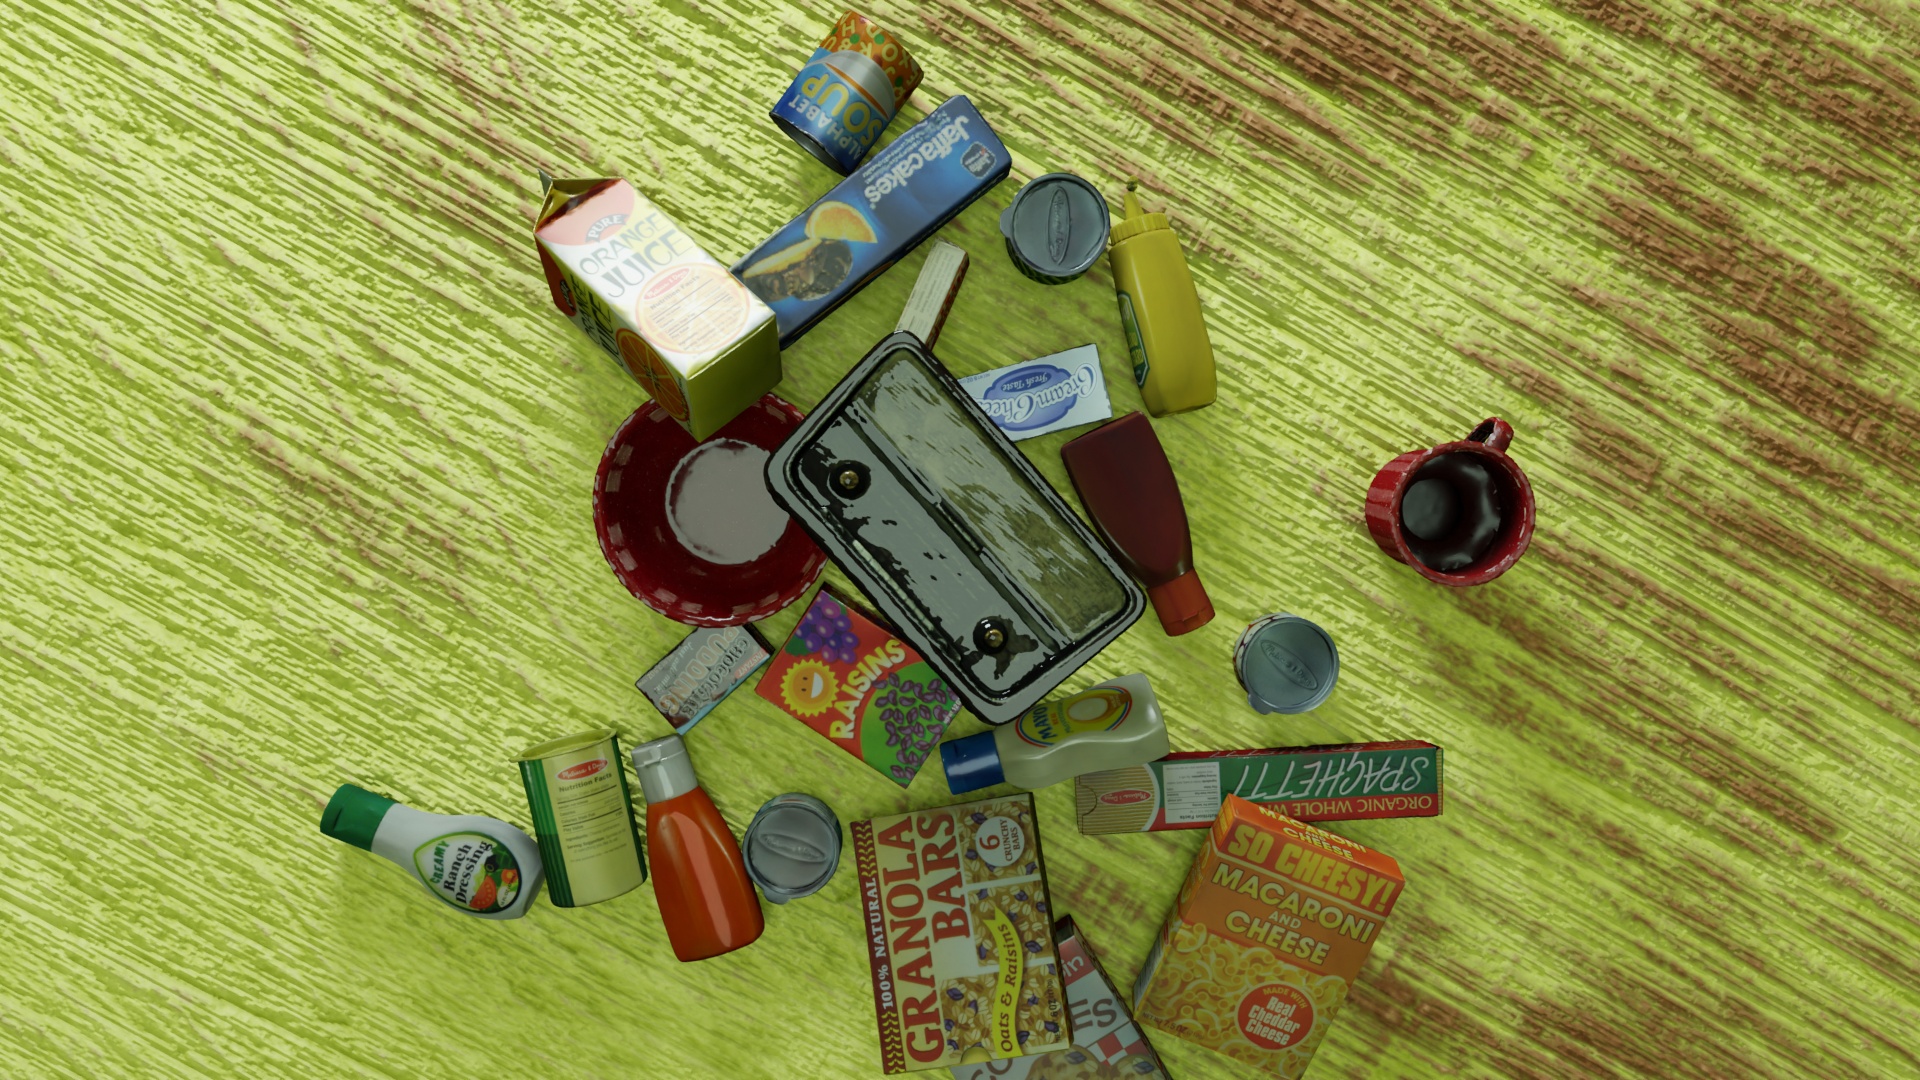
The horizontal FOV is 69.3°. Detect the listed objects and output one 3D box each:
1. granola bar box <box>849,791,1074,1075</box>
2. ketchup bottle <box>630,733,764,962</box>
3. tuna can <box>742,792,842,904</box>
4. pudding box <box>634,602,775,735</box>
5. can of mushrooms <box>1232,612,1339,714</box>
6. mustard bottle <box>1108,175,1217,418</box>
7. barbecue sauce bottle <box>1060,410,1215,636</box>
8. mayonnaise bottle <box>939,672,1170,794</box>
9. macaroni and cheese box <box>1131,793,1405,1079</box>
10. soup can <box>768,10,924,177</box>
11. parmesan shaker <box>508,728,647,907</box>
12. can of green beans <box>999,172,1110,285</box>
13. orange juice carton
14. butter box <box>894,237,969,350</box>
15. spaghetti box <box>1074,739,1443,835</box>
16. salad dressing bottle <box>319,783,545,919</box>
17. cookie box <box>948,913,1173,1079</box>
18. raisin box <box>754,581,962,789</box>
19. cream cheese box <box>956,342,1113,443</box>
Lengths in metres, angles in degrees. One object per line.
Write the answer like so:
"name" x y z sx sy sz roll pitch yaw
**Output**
"granola bar box" 0.000 0.259 0.922 0.124 0.039 0.166 -11 77 7
"ketchup bottle" -0.184 0.207 0.943 0.065 0.043 0.148 -17 93 5
"tuna can" -0.115 0.210 0.949 0.071 0.033 0.071 0 93 0
"pudding box" -0.173 0.086 0.943 0.083 0.030 0.049 -41 93 2
"can of mushrooms" 0.219 0.085 0.944 0.071 0.033 0.071 0 94 -1
"mustard bottle" 0.128 -0.162 0.916 0.049 0.065 0.160 -14 88 -5
"barbecue sauce bottle" 0.125 -0.009 0.933 0.065 0.044 0.148 -25 94 2
"mayonnaise bottle" 0.061 0.134 0.930 0.148 0.065 0.041 -15 125 0
"macaroni and cheese box" 0.204 0.268 0.936 0.124 0.040 0.166 21 105 -2
"soup can" -0.073 -0.289 0.900 0.071 0.071 0.083 37 93 -3
"parmesan shaker" -0.255 0.186 0.929 0.071 0.071 0.103 -11 94 0
"can of green beans" 0.063 -0.204 0.913 0.071 0.058 0.071 0 94 0
"orange juice carton" -0.203 -0.159 0.880 0.073 0.071 0.193 -40 70 -22
"butter box" -0.025 -0.146 0.919 0.024 0.053 0.103 24 92 1
"spaghetti box" 0.203 0.169 0.951 0.250 0.029 0.050 -3 94 0
"salad dressing bottle" -0.356 0.208 0.942 0.148 0.044 0.064 22 92 -1
"cookie box" 0.068 0.363 0.957 0.123 0.040 0.167 -32 94 1
"raisin box" -0.064 0.097 0.940 0.123 0.040 0.086 33 94 -4
"cream cheese box" 0.047 -0.095 0.937 0.104 0.024 0.053 -15 95 1
